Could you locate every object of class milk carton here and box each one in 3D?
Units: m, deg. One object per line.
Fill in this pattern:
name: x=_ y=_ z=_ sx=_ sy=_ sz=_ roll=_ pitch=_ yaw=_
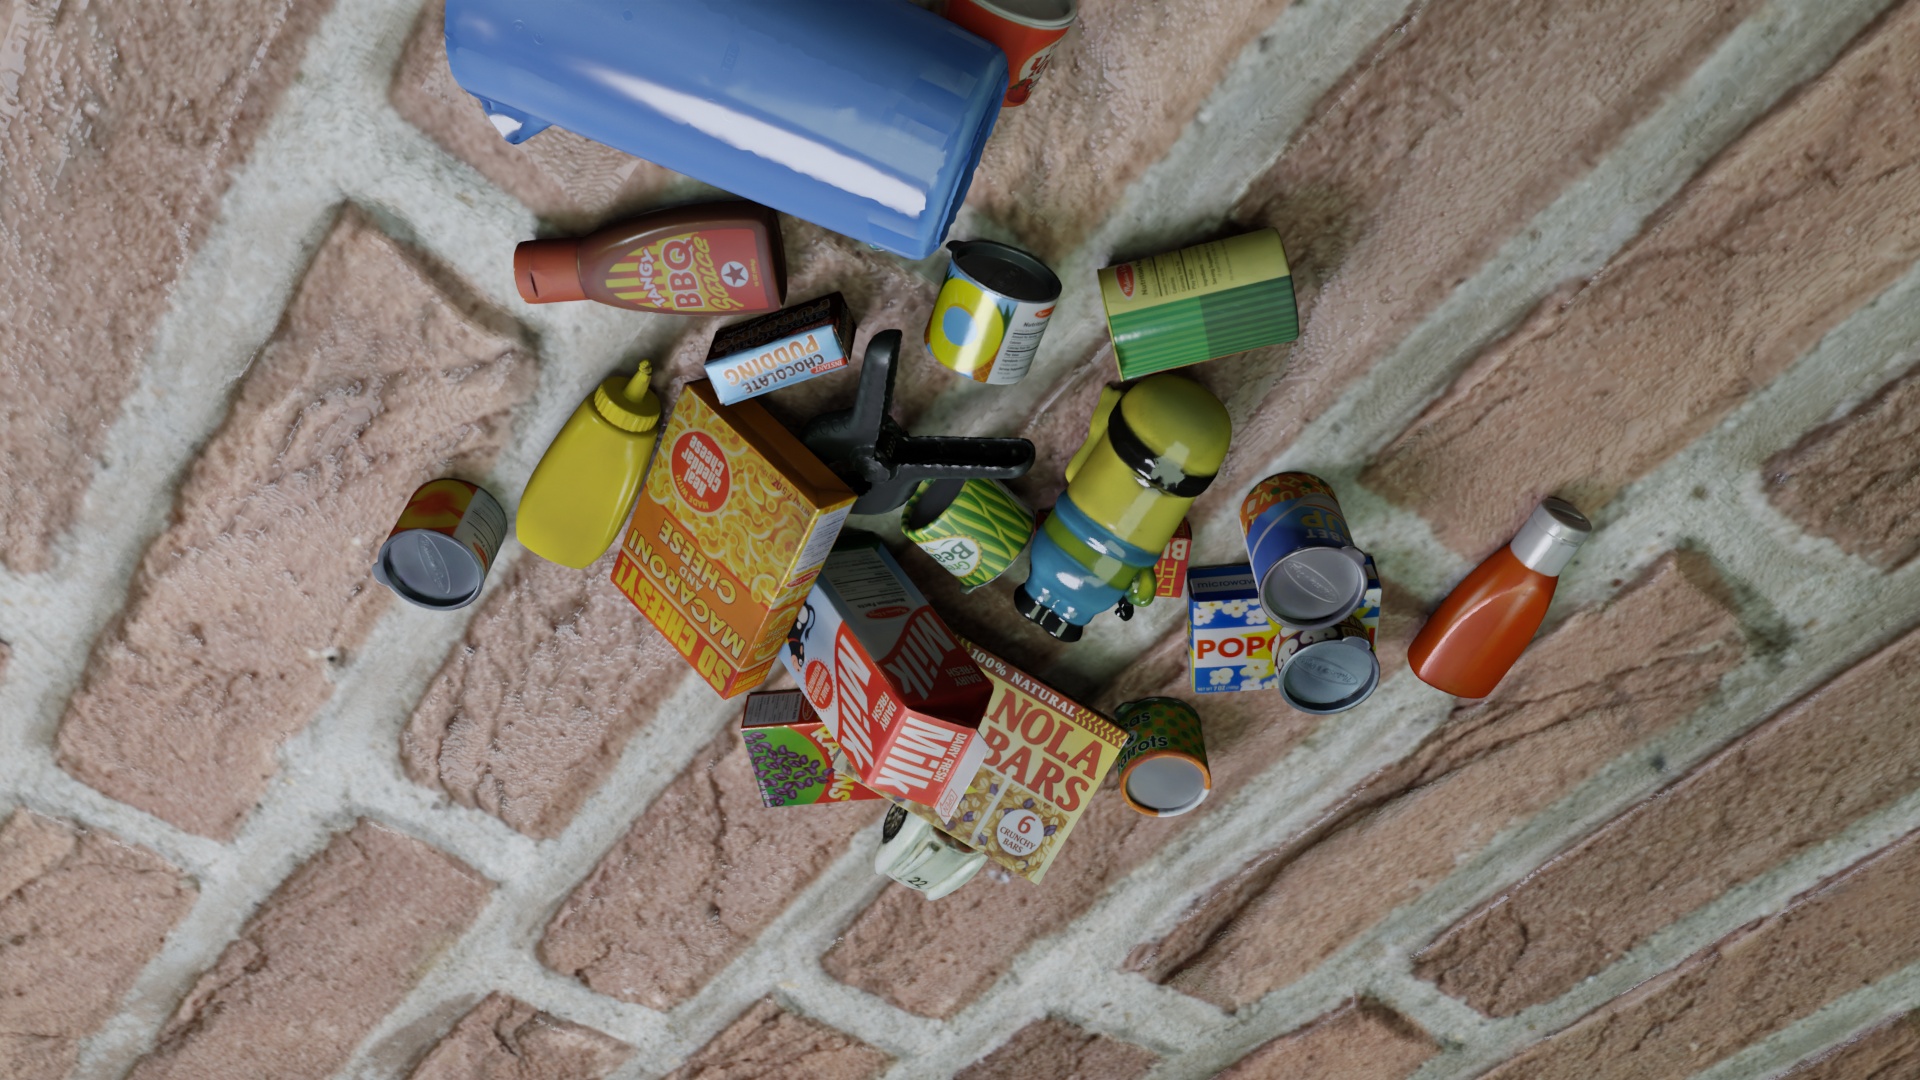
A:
milk carton: x=-0.047 y=0.085 z=0.875 sx=0.074 sy=0.191 sz=0.072 roll=-7 pitch=135 yaw=-40

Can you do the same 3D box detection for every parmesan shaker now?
parmesan shaker: x=0.136 y=-0.132 z=0.792 sx=0.103 sy=0.072 sz=0.071 roll=-12 pitch=125 yaw=9

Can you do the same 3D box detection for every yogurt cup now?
yogurt cup: x=0.019 y=-0.258 z=0.708 sx=0.072 sy=0.073 sz=0.053 roll=16 pitch=133 yaw=-11

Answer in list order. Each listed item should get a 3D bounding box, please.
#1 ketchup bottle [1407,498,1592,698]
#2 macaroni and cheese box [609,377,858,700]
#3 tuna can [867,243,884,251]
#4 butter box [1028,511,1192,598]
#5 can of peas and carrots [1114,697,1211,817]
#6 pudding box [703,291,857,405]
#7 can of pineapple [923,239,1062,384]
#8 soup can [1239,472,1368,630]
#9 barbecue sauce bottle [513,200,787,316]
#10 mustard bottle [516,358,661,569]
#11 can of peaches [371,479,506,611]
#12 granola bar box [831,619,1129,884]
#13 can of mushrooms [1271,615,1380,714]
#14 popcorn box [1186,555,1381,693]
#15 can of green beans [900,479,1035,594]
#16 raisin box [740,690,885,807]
ketchup bottle: x=0.364 y=0.040 z=0.932 sx=0.065 sy=0.044 sz=0.148 roll=17 pitch=124 yaw=-12
macaroni and cheese box: x=-0.146 y=-0.001 z=0.870 sx=0.124 sy=0.040 sz=0.165 roll=43 pitch=126 yaw=19
tuna can: x=-0.032 y=-0.189 z=0.753 sx=0.071 sy=0.071 sz=0.032 roll=-26 pitch=121 yaw=18
butter box: x=0.099 y=0.010 z=0.925 sx=0.103 sy=0.024 sz=0.052 roll=3 pitch=127 yaw=-1
can of peas and carrots: x=0.144 y=0.157 z=1.009 sx=0.071 sy=0.059 sz=0.070 roll=0 pitch=126 yaw=0
pudding box: x=-0.106 y=-0.113 z=0.822 sx=0.083 sy=0.050 sz=0.030 roll=-16 pitch=123 yaw=12
can of pineapple: x=0.016 y=-0.132 z=0.798 sx=0.071 sy=0.071 sz=0.057 roll=15 pitch=125 yaw=-10
soup can: x=0.218 y=0.004 z=0.882 sx=0.071 sy=0.084 sz=0.071 roll=0 pitch=126 yaw=0
barbecue sauce bottle: x=-0.177 y=-0.158 z=0.794 sx=0.148 sy=0.044 sz=0.064 roll=-3 pitch=127 yaw=3
mustard bottle: x=-0.223 y=-0.053 z=0.867 sx=0.065 sy=0.049 sz=0.159 roll=28 pitch=121 yaw=-15
can of peaches: x=-0.338 y=0.002 z=0.904 sx=0.071 sy=0.058 sz=0.071 roll=1 pitch=127 yaw=1
granola bar box: x=0.013 y=0.141 z=0.961 sx=0.165 sy=0.039 sz=0.124 roll=31 pitch=90 yaw=-6
can of mushrooms: x=0.242 y=0.079 z=0.919 sx=0.071 sy=0.034 sz=0.070 roll=1 pitch=126 yaw=1
popcorn box: x=0.219 y=0.058 z=0.950 sx=0.127 sy=0.038 sz=0.084 roll=-5 pitch=125 yaw=4
can of green beans: x=0.004 y=-0.013 z=0.883 sx=0.071 sy=0.071 sz=0.057 roll=-37 pitch=117 yaw=24
raisin box: x=-0.090 y=0.150 z=1.020 sx=0.123 sy=0.040 sz=0.085 roll=-5 pitch=125 yaw=6
